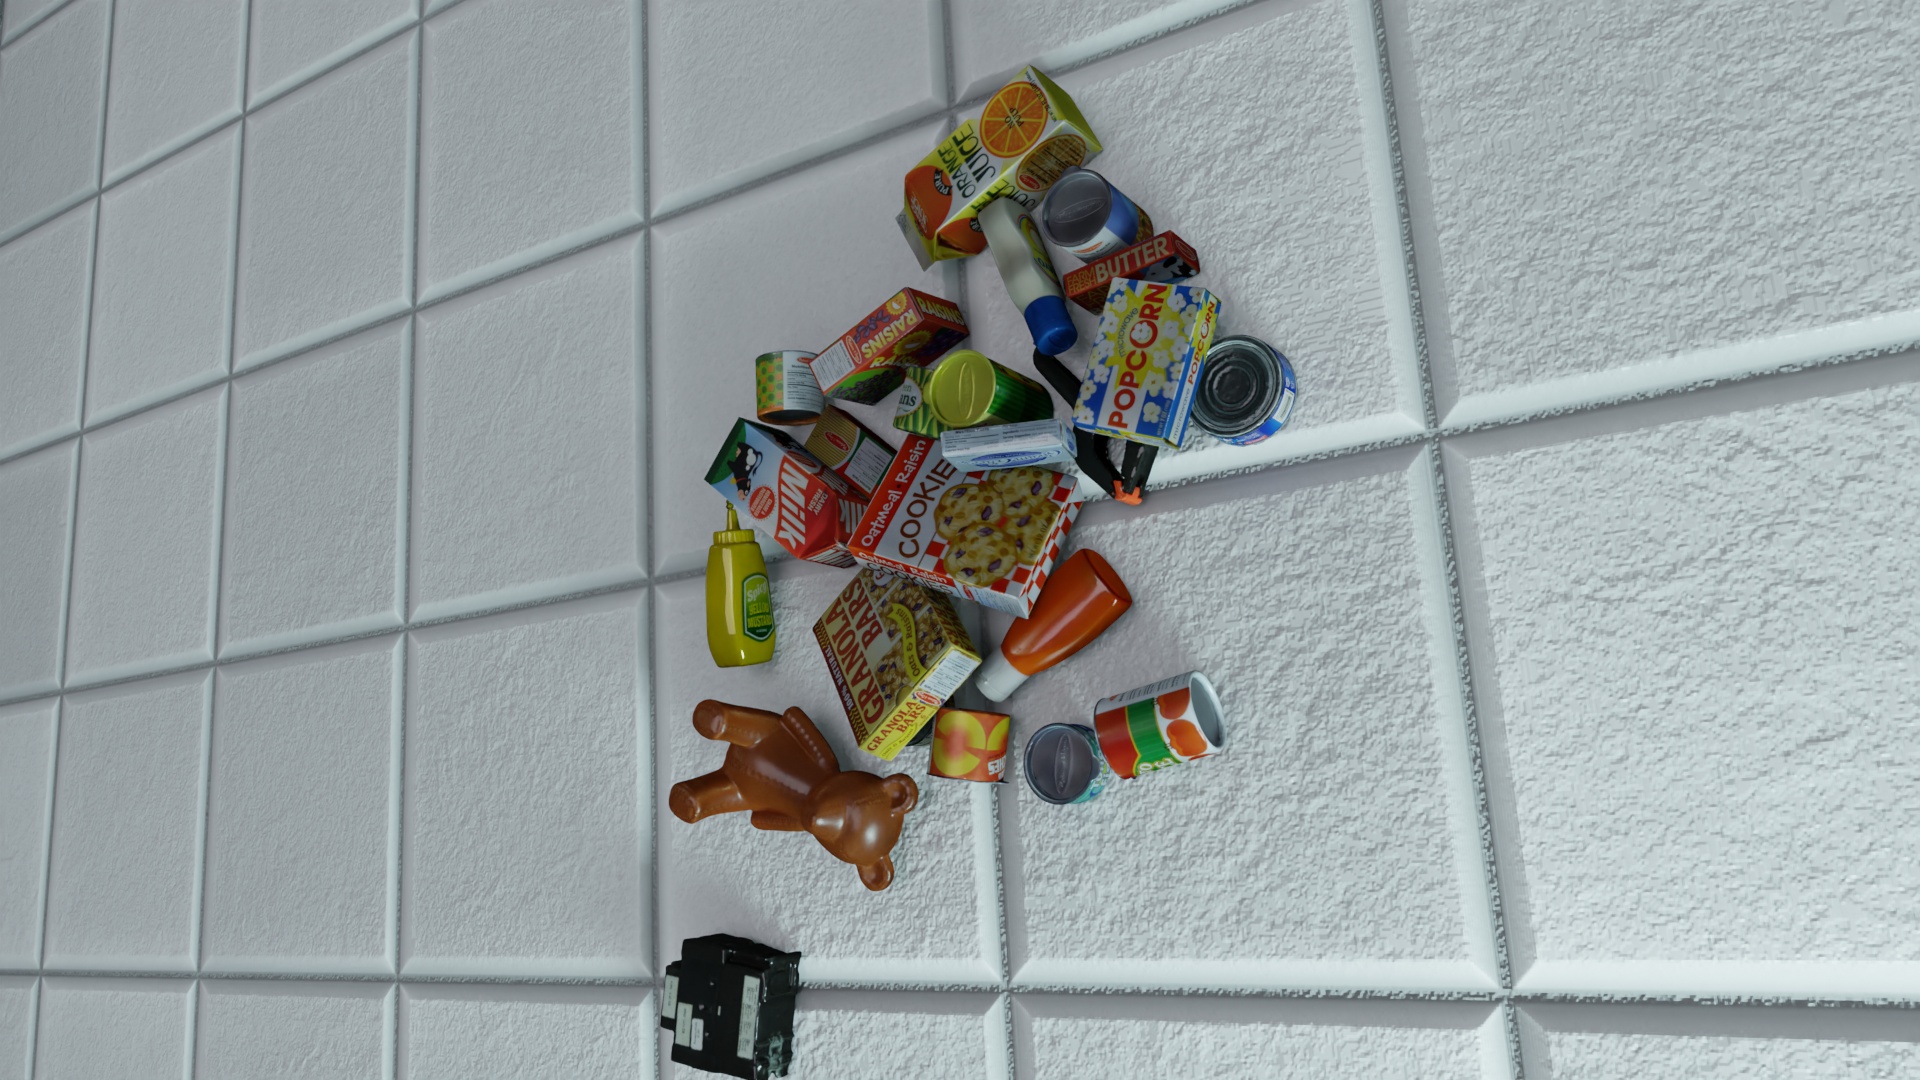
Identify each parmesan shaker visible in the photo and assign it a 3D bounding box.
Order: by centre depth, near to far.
[{"bbox_3d":[0.025,-0.119,1.189,0.071,0.103,0.071,-6,79,31],"label":"parmesan shaker"}]

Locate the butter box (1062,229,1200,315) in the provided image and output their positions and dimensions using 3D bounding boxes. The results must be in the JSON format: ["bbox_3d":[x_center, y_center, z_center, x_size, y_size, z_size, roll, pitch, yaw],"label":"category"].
[{"bbox_3d":[0.143,-0.223,1.162,0.103,0.053,0.024,-18,71,29],"label":"butter box"}]

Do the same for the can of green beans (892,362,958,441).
[{"bbox_3d":[-0.022,-0.121,1.242,0.071,0.071,0.058,16,91,34],"label":"can of green beans"}]

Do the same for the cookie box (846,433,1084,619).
[{"bbox_3d":[0.004,-0.015,1.182,0.167,0.040,0.123,16,65,25],"label":"cookie box"}]

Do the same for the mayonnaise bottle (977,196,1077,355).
[{"bbox_3d":[0.061,-0.226,1.198,0.041,0.064,0.148,-33,57,23],"label":"mayonnaise bottle"}]

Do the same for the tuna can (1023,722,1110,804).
[{"bbox_3d":[0.090,0.183,1.137,0.071,0.033,0.071,-6,79,32],"label":"tuna can"}]

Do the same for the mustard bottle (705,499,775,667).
[{"bbox_3d":[-0.213,0.040,1.324,0.049,0.065,0.160,-5,91,29],"label":"mustard bottle"}]

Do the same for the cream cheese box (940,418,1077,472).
[{"bbox_3d":[0.040,-0.078,1.148,0.104,0.053,0.024,-5,78,15],"label":"cream cheese box"}]

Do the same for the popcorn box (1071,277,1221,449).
[{"bbox_3d":[0.148,-0.142,1.110,0.085,0.038,0.126,14,86,34],"label":"popcorn box"}]

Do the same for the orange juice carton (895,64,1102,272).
[{"bbox_3d":[0.023,-0.325,1.244,0.192,0.073,0.072,-37,65,23],"label":"orange juice carton"}]

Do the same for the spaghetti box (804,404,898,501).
[{"bbox_3d":[-0.048,-0.042,1.267,0.250,0.029,0.050,38,102,31],"label":"spaghetti box"}]

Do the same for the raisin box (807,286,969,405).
[{"bbox_3d":[-0.065,-0.176,1.266,0.123,0.086,0.040,-33,72,24],"label":"raisin box"}]

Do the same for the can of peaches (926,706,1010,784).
[{"bbox_3d":[0.009,0.172,1.172,0.071,0.071,0.058,2,83,33],"label":"can of peaches"}]

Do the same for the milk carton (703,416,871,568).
[{"bbox_3d":[-0.146,-0.035,1.303,0.191,0.072,0.073,37,102,31],"label":"milk carton"}]

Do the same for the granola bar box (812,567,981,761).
[{"bbox_3d":[-0.060,0.089,1.209,0.124,0.039,0.166,-48,38,15],"label":"granola bar box"}]

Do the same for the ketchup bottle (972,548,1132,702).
[{"bbox_3d":[0.072,0.076,1.161,0.148,0.043,0.065,-44,59,19],"label":"ketchup bottle"}]

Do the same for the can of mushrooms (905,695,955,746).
[{"bbox_3d":[-0.038,0.147,1.225,0.071,0.033,0.071,-6,78,32],"label":"can of mushrooms"}]

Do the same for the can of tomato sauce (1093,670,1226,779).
[{"bbox_3d":[0.157,0.146,1.082,0.083,0.071,0.071,-22,71,27],"label":"can of tomato sauce"}]

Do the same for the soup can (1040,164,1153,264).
[{"bbox_3d":[0.116,-0.268,1.168,0.071,0.084,0.071,-6,79,32],"label":"soup can"}]

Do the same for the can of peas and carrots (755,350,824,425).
[{"bbox_3d":[-0.165,-0.145,1.339,0.071,0.071,0.059,-9,78,31],"label":"can of peas and carrots"}]
